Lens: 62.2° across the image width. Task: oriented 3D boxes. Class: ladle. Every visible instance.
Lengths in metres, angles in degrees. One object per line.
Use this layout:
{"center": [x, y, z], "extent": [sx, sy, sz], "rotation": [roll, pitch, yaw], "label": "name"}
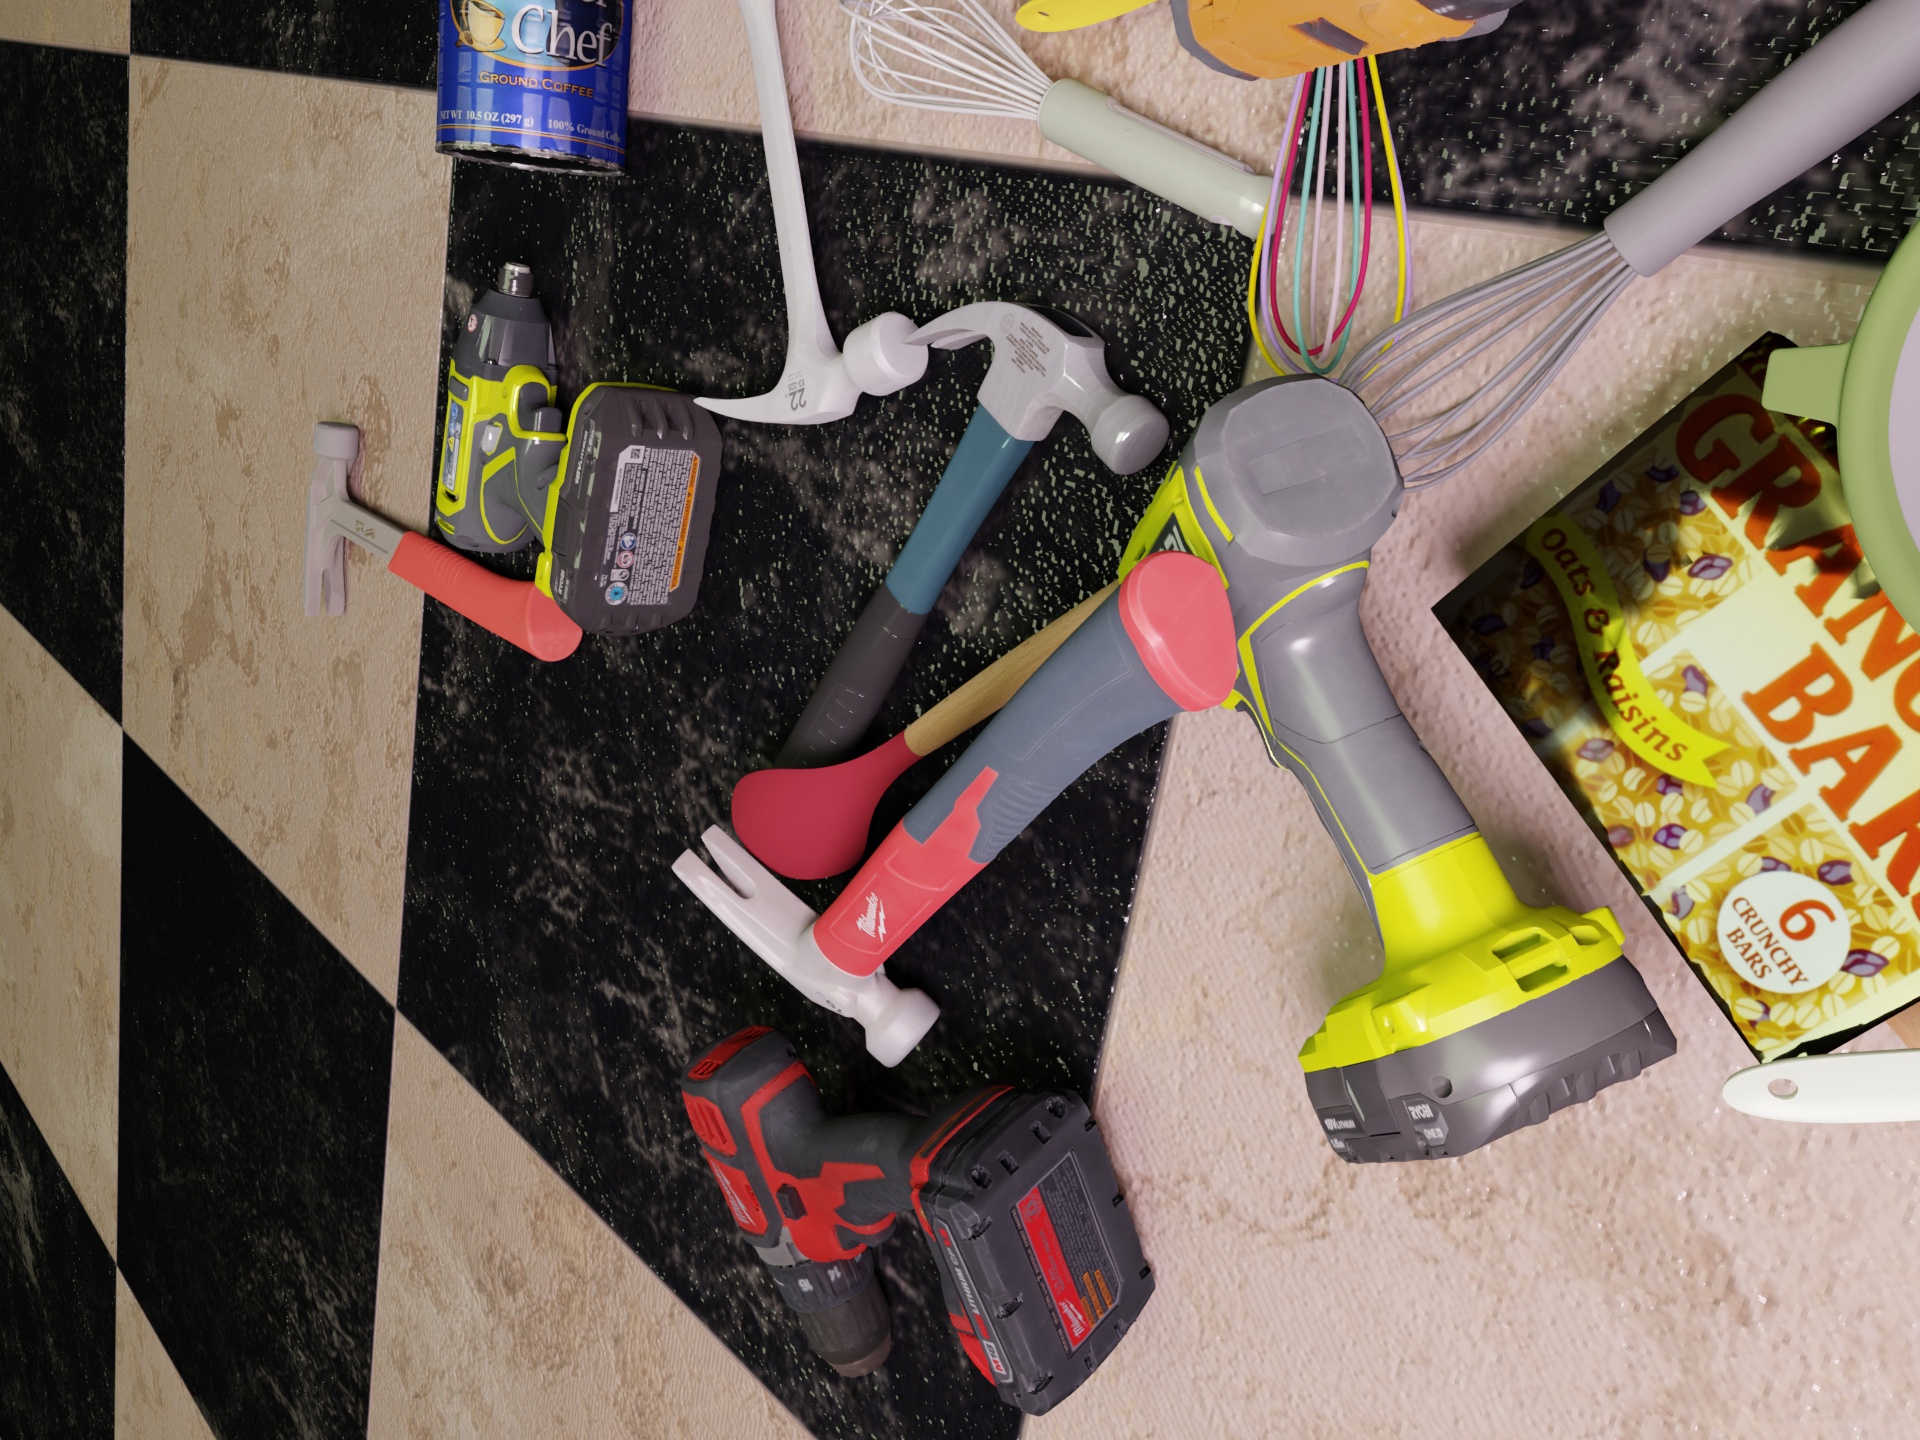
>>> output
{"center": [-0.001, -0.002, 0.699], "extent": [0.069, 0.031, 0.315], "rotation": [44, 127, -16], "label": "ladle"}

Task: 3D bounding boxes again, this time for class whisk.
{"center": [0.199, -0.143, 0.475], "extent": [0.239, 0.055, 0.055], "rotation": [-38, 68, 39], "label": "whisk"}
{"center": [0.035, -0.248, 0.637], "extent": [0.247, 0.057, 0.059], "rotation": [39, 113, 31], "label": "whisk"}
{"center": [0.121, -0.233, 0.528], "extent": [0.047, 0.051, 0.245], "rotation": [13, 110, 48], "label": "whisk"}

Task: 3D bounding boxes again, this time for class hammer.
{"center": [-0.030, -0.047, 0.738], "extent": [0.128, 0.033, 0.331], "rotation": [53, 129, 27], "label": "hammer"}
{"center": [-0.015, 0.033, 0.607], "extent": [0.143, 0.038, 0.386], "rotation": [41, 148, 1], "label": "hammer"}
{"center": [-0.365, -0.097, 1.086], "extent": [0.359, 0.036, 0.149], "rotation": [26, 113, 43], "label": "hammer"}
{"center": [-0.102, -0.343, 0.777], "extent": [0.144, 0.035, 0.405], "rotation": [-12, 86, 47], "label": "hammer"}

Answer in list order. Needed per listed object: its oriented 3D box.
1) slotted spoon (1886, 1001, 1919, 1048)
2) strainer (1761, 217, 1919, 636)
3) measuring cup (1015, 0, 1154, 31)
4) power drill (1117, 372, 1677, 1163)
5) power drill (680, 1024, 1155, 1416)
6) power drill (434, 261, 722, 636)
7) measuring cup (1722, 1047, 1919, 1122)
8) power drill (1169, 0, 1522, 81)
{"center": [0.274, 0.094, 0.439], "extent": [0.070, 0.031, 0.314], "rotation": [-49, 59, 35], "label": "slotted spoon"}
{"center": [0.306, -0.024, 0.334], "extent": [0.151, 0.069, 0.256], "rotation": [-44, 63, 45], "label": "strainer"}
{"center": [0.070, -0.288, 0.599], "extent": [0.157, 0.062, 0.029], "rotation": [17, 90, 56], "label": "measuring cup"}
{"center": [0.119, 0.023, 0.528], "extent": [0.190, 0.080, 0.229], "rotation": [113, 135, -72], "label": "power drill"}
{"center": [-0.025, 0.237, 0.724], "extent": [0.227, 0.080, 0.187], "rotation": [-3, 113, 47], "label": "power drill"}
{"center": [-0.229, -0.155, 0.908], "extent": [0.223, 0.080, 0.171], "rotation": [34, 119, 42], "label": "power drill"}
{"center": [0.276, 0.074, 0.387], "extent": [0.167, 0.038, 0.083], "rotation": [-13, 112, 28], "label": "measuring cup"}
{"center": [0.148, -0.287, 0.408], "extent": [0.185, 0.084, 0.226], "rotation": [30, 103, 62], "label": "power drill"}
